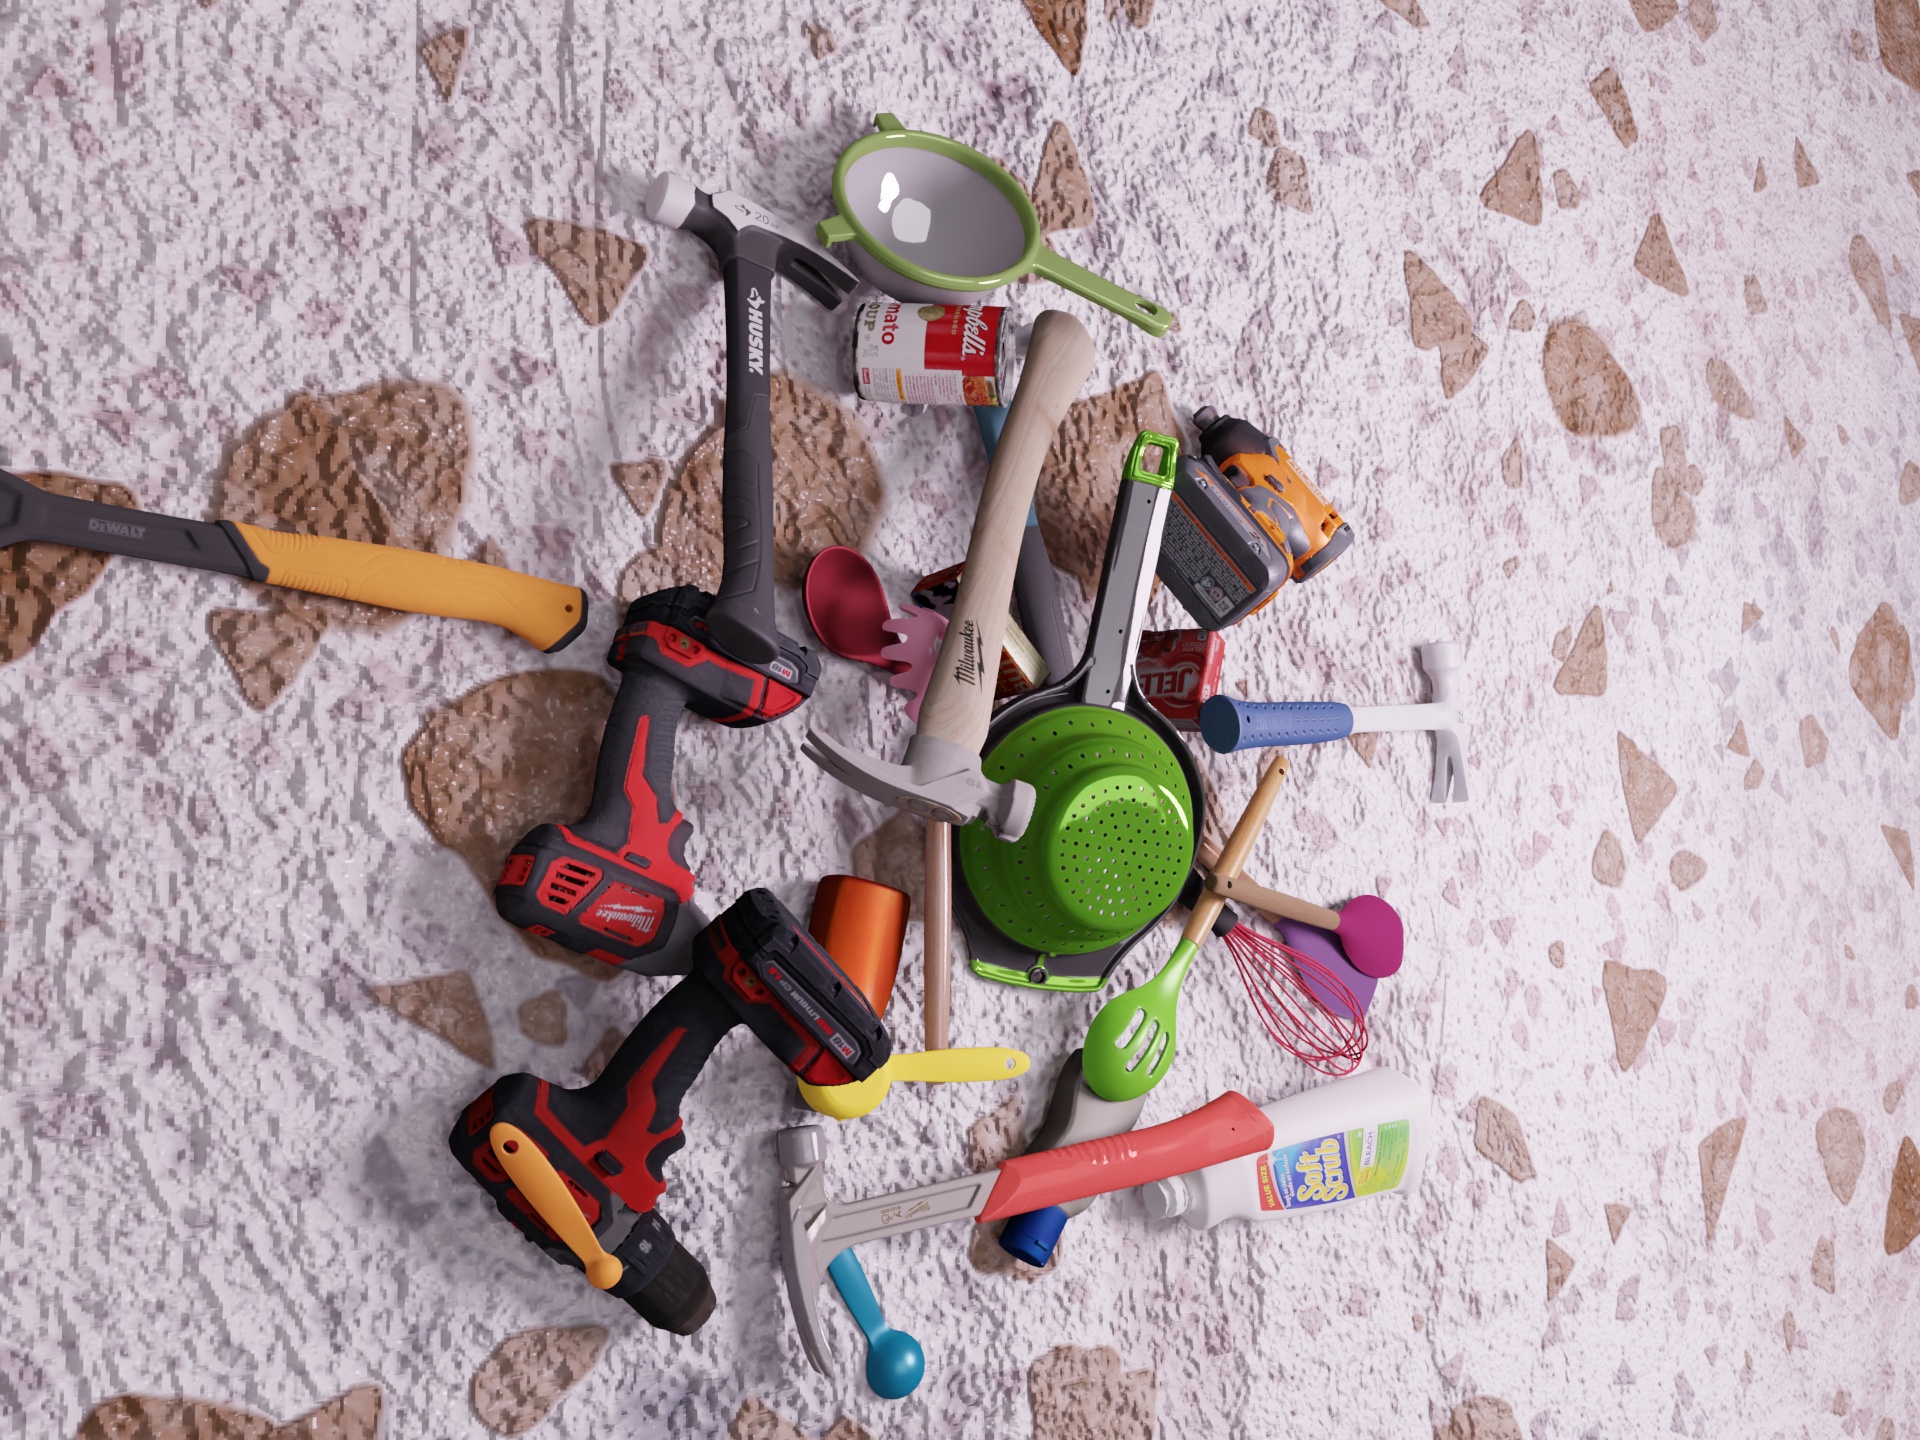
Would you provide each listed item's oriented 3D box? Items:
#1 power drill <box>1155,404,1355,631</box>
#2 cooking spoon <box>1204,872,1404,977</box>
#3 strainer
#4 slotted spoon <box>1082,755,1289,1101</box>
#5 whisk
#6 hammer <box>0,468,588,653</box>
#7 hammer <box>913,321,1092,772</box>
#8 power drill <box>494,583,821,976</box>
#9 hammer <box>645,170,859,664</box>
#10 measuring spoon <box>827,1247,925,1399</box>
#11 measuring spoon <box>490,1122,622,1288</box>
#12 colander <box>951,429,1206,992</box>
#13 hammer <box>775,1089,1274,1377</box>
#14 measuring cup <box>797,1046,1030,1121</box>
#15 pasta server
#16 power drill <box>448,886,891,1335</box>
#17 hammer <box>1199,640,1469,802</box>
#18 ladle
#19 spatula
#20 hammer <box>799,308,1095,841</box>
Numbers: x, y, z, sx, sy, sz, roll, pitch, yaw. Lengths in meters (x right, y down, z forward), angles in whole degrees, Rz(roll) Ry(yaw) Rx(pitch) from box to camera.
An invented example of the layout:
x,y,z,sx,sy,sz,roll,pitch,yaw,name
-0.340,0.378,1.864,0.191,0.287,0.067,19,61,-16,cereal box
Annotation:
x,y,z,sx,sy,sz,roll,pitch,yaw,name
0.207,-0.165,1.218,0.164,0.084,0.226,51,33,4,power drill
0.281,0.154,1.255,0.318,0.017,0.069,21,69,-47,cooking spoon
0.023,-0.317,1.122,0.256,0.069,0.152,24,53,-8,strainer
0.178,0.143,1.172,0.070,0.031,0.314,43,59,-15,slotted spoon
0.218,0.171,1.227,0.295,0.073,0.073,45,60,-14,whisk
-0.364,-0.095,0.865,0.336,0.034,0.127,10,78,-34,hammer
0.049,-0.127,1.164,0.128,0.033,0.331,-14,91,-37,hammer
-0.173,0.042,0.956,0.143,0.078,0.220,30,70,-28,power drill
-0.128,-0.187,0.993,0.146,0.035,0.335,15,58,-34,hammer
-0.056,0.379,1.018,0.042,0.021,0.128,-32,103,-35,measuring spoon
-0.217,0.262,0.853,0.021,0.011,0.116,-31,107,-4,measuring spoon
0.107,0.000,1.075,0.204,0.094,0.397,11,93,-20,colander
0.055,0.315,1.055,0.359,0.036,0.149,-5,79,-25,hammer
-0.024,0.218,0.995,0.156,0.029,0.062,2,82,-21,measuring cup
-0.020,0.078,1.046,0.060,0.040,0.316,7,80,-46,pasta server
-0.147,0.228,0.906,0.226,0.080,0.187,-40,108,-5,power drill
0.316,0.005,1.280,0.405,0.035,0.144,-2,85,-50,hammer
-0.002,-0.004,1.114,0.315,0.031,0.069,44,60,-24,ladle
0.236,0.143,1.265,0.315,0.018,0.060,42,62,-24,spatula
0.015,-0.122,1.065,0.146,0.038,0.411,20,60,-9,hammer
